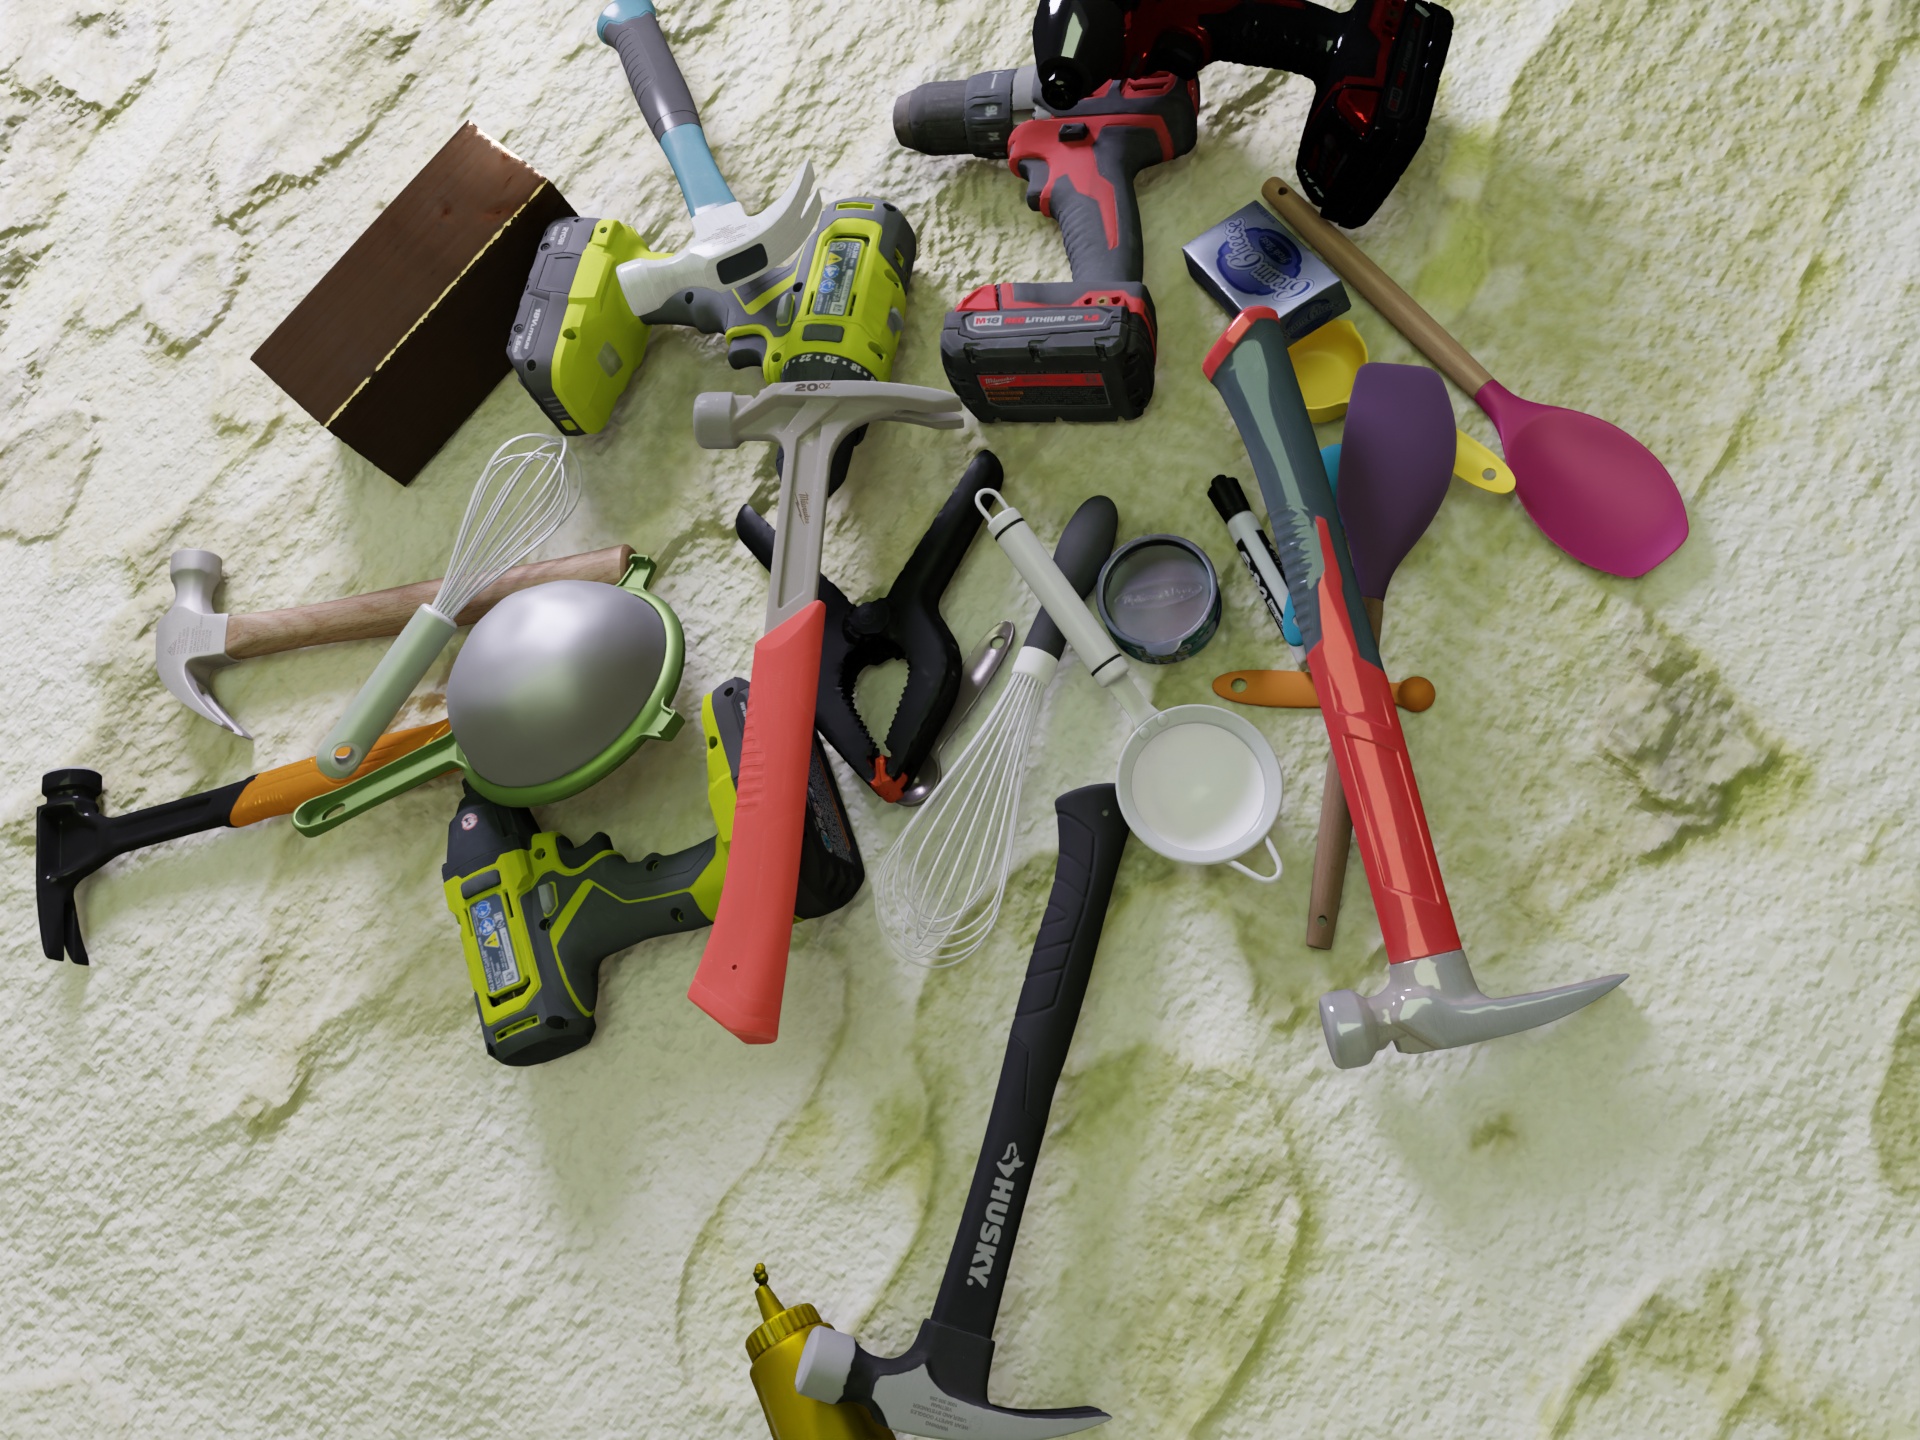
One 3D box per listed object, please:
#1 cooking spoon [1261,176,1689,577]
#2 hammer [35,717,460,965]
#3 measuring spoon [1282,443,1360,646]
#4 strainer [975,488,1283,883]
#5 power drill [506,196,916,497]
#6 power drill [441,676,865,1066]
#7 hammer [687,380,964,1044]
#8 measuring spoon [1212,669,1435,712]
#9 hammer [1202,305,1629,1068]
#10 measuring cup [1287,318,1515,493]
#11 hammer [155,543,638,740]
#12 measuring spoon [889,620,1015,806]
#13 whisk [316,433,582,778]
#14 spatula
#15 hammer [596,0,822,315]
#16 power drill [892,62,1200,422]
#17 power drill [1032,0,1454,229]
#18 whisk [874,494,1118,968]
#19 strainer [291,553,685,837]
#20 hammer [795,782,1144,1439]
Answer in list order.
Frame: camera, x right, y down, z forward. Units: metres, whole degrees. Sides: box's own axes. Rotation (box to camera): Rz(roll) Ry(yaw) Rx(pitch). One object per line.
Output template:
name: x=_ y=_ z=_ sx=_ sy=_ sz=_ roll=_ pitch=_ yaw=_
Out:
cooking spoon: x=0.272 y=-0.199 z=0.877 sx=0.069 sy=0.017 sz=0.319 roll=-39 pitch=68 yaw=4
hammer: x=-0.419 y=0.051 z=0.979 sx=0.337 sy=0.034 sz=0.127 roll=-16 pitch=69 yaw=10
measuring spoon: x=0.196 y=-0.098 z=0.852 sx=0.042 sy=0.021 sz=0.129 roll=17 pitch=67 yaw=9
strainer: x=0.085 y=-0.020 z=0.838 sx=0.087 sy=0.050 sz=0.258 roll=-33 pitch=81 yaw=-11
power drill: x=-0.149 y=-0.226 z=0.964 sx=0.228 sy=0.080 sz=0.191 roll=6 pitch=69 yaw=15
power drill: x=-0.181 y=0.072 z=0.887 sx=0.223 sy=0.080 sz=0.171 roll=-24 pitch=69 yaw=10
hammer: x=-0.082 y=-0.015 z=0.823 sx=0.149 sy=0.036 sz=0.359 roll=1 pitch=69 yaw=6
measuring spoon: x=0.192 y=-0.017 z=0.846 sx=0.117 sy=0.011 sz=0.021 roll=3 pitch=74 yaw=16
hammer: x=0.209 y=-0.032 z=0.800 sx=0.143 sy=0.038 sz=0.386 roll=-13 pitch=78 yaw=4
measuring cup: x=0.235 y=-0.165 z=0.873 sx=0.157 sy=0.029 sz=0.062 roll=39 pitch=86 yaw=19
hammer: x=-0.358 y=-0.066 z=1.001 sx=0.331 sy=0.031 sz=0.130 roll=-8 pitch=71 yaw=13
measuring spoon: x=-0.001 y=-0.003 z=0.896 sx=0.034 sy=0.018 sz=0.124 roll=24 pitch=74 yaw=31
whisk: x=-0.307 y=-0.069 z=0.951 sx=0.246 sy=0.057 sz=0.059 roll=-56 pitch=34 yaw=-4
spatula: x=0.212 y=-0.038 z=0.830 sx=0.060 sy=0.018 sz=0.316 roll=9 pitch=81 yaw=12
hammer: x=-0.178 y=-0.370 z=0.994 sx=0.128 sy=0.033 sz=0.331 roll=-20 pitch=51 yaw=-5
power drill: x=0.040 y=-0.294 z=0.941 sx=0.188 sy=0.080 sz=0.227 roll=3 pitch=71 yaw=15
power drill: x=0.148 y=-0.367 z=0.881 sx=0.219 sy=0.078 sz=0.143 roll=21 pitch=68 yaw=-3
whisk: x=0.030 y=0.001 z=0.865 sx=0.070 sy=0.070 sz=0.285 roll=18 pitch=74 yaw=19
strainer: x=-0.280 y=-0.008 z=0.891 sx=0.256 sy=0.069 sz=0.152 roll=-26 pitch=47 yaw=7
hammer: x=0.038 y=0.186 z=0.797 sx=0.146 sy=0.035 sz=0.335 roll=19 pitch=71 yaw=-4
